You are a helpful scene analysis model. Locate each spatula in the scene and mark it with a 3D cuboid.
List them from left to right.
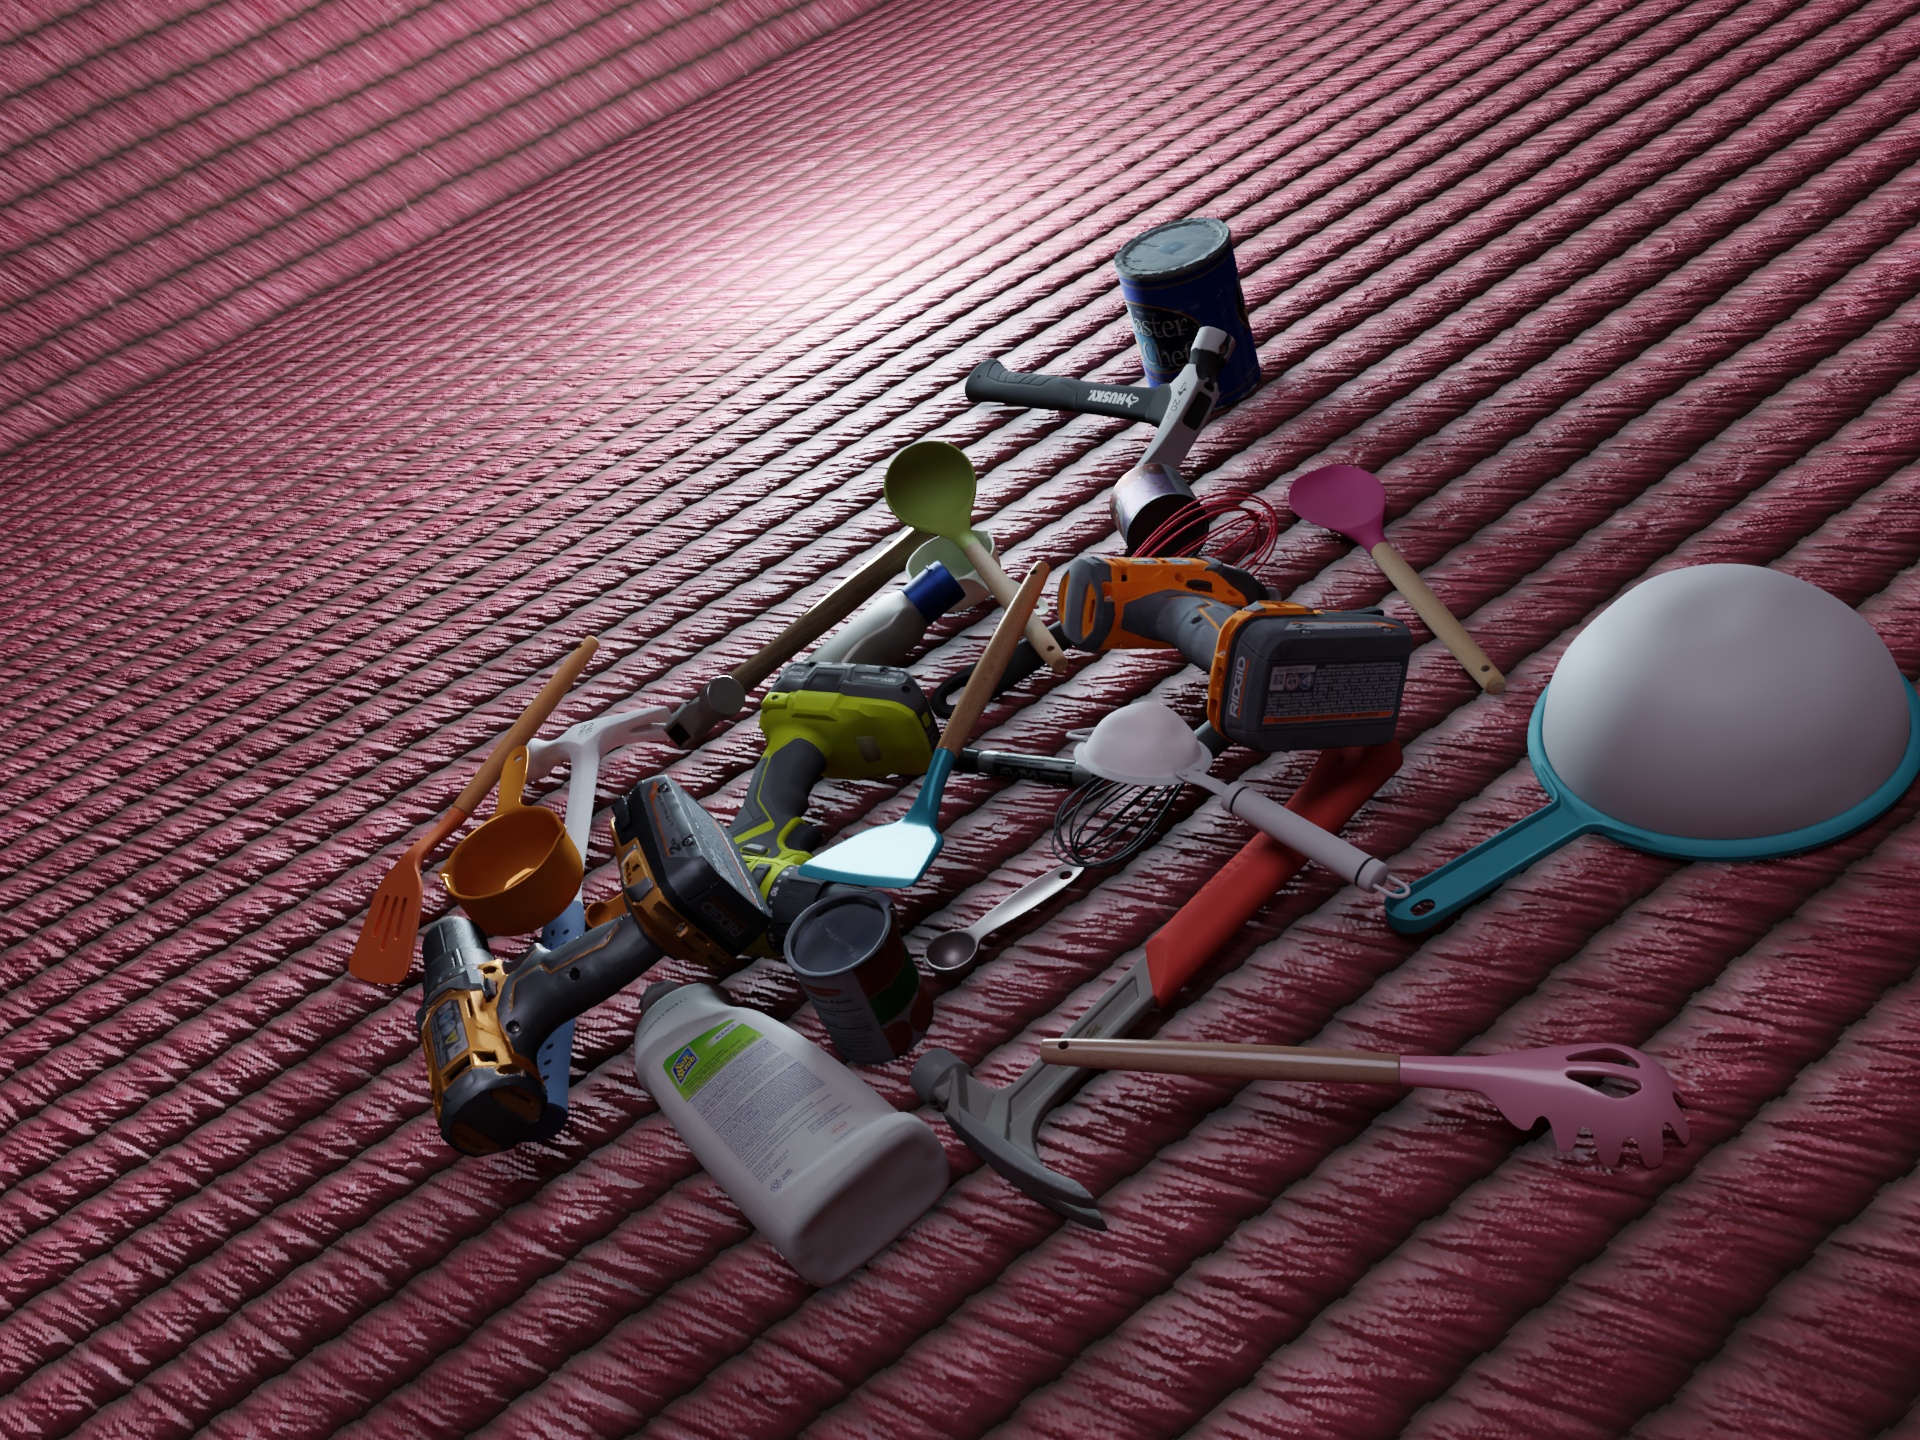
[{"bbox_3d":[-0.367,0.059,1.229,0.081,0.041,0.323,-1,46,41],"label":"spatula"},{"bbox_3d":[-0.002,-0.003,1.054,0.082,0.044,0.318,4,49,29],"label":"spatula"}]

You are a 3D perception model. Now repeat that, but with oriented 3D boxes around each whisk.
[{"bbox_3d":[0.106,-0.082,1.184,0.296,0.073,0.073,-31,37,-2],"label":"whisk"},{"bbox_3d":[0.151,0.021,1.042,0.239,0.055,0.055,-35,38,-24],"label":"whisk"}]

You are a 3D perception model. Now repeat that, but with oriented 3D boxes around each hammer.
[{"bbox_3d":[-0.276,0.125,1.137,0.144,0.035,0.406,-18,36,6],"label":"hammer"},{"bbox_3d":[-0.116,-0.080,1.285,0.331,0.031,0.130,-44,8,-37],"label":"hammer"},{"bbox_3d":[0.103,-0.286,1.426,0.335,0.035,0.146,24,90,54],"label":"hammer"},{"bbox_3d":[0.143,0.127,0.917,0.359,0.036,0.149,-40,40,-22],"label":"hammer"}]

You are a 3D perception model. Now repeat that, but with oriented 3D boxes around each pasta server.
[{"bbox_3d":[0.194,0.179,0.800,0.316,0.040,0.060,-1,41,20],"label":"pasta server"}]

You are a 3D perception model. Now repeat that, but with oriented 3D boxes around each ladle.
[{"bbox_3d":[0.015,-0.129,1.220,0.078,0.062,0.320,-28,37,-3],"label":"ladle"}]

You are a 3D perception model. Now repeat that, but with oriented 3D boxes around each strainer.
[{"bbox_3d":[0.159,0.041,0.945,0.087,0.050,0.259,-20,38,-38],"label":"strainer"},{"bbox_3d":[0.377,0.005,0.898,0.340,0.095,0.211,-28,37,-10],"label":"strainer"}]

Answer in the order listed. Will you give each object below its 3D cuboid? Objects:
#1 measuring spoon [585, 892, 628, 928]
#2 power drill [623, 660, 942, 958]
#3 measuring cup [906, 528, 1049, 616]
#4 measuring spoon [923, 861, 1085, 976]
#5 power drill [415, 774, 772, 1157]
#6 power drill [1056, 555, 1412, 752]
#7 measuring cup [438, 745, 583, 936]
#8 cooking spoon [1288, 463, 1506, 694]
[{"bbox_3d":[-0.213,0.116,1.105,0.117,0.021,0.011,-26,6,-41],"label":"measuring spoon"},{"bbox_3d":[-0.099,0.066,1.088,0.190,0.080,0.229,4,46,26],"label":"power drill"},{"bbox_3d":[0.022,-0.103,1.270,0.083,0.038,0.168,-36,40,-17],"label":"measuring cup"},{"bbox_3d":[0.031,0.126,0.999,0.124,0.018,0.034,-31,36,-22],"label":"measuring spoon"},{"bbox_3d":[-0.243,0.136,0.988,0.226,0.084,0.186,-40,39,1],"label":"power drill"},{"bbox_3d":[0.183,-0.054,1.017,0.164,0.084,0.227,-3,20,-26],"label":"power drill"},{"bbox_3d":[-0.312,0.084,1.135,0.095,0.052,0.174,-20,34,4],"label":"measuring cup"},{"bbox_3d":[0.312,-0.109,1.141,0.069,0.017,0.319,-22,36,2],"label":"cooking spoon"}]
